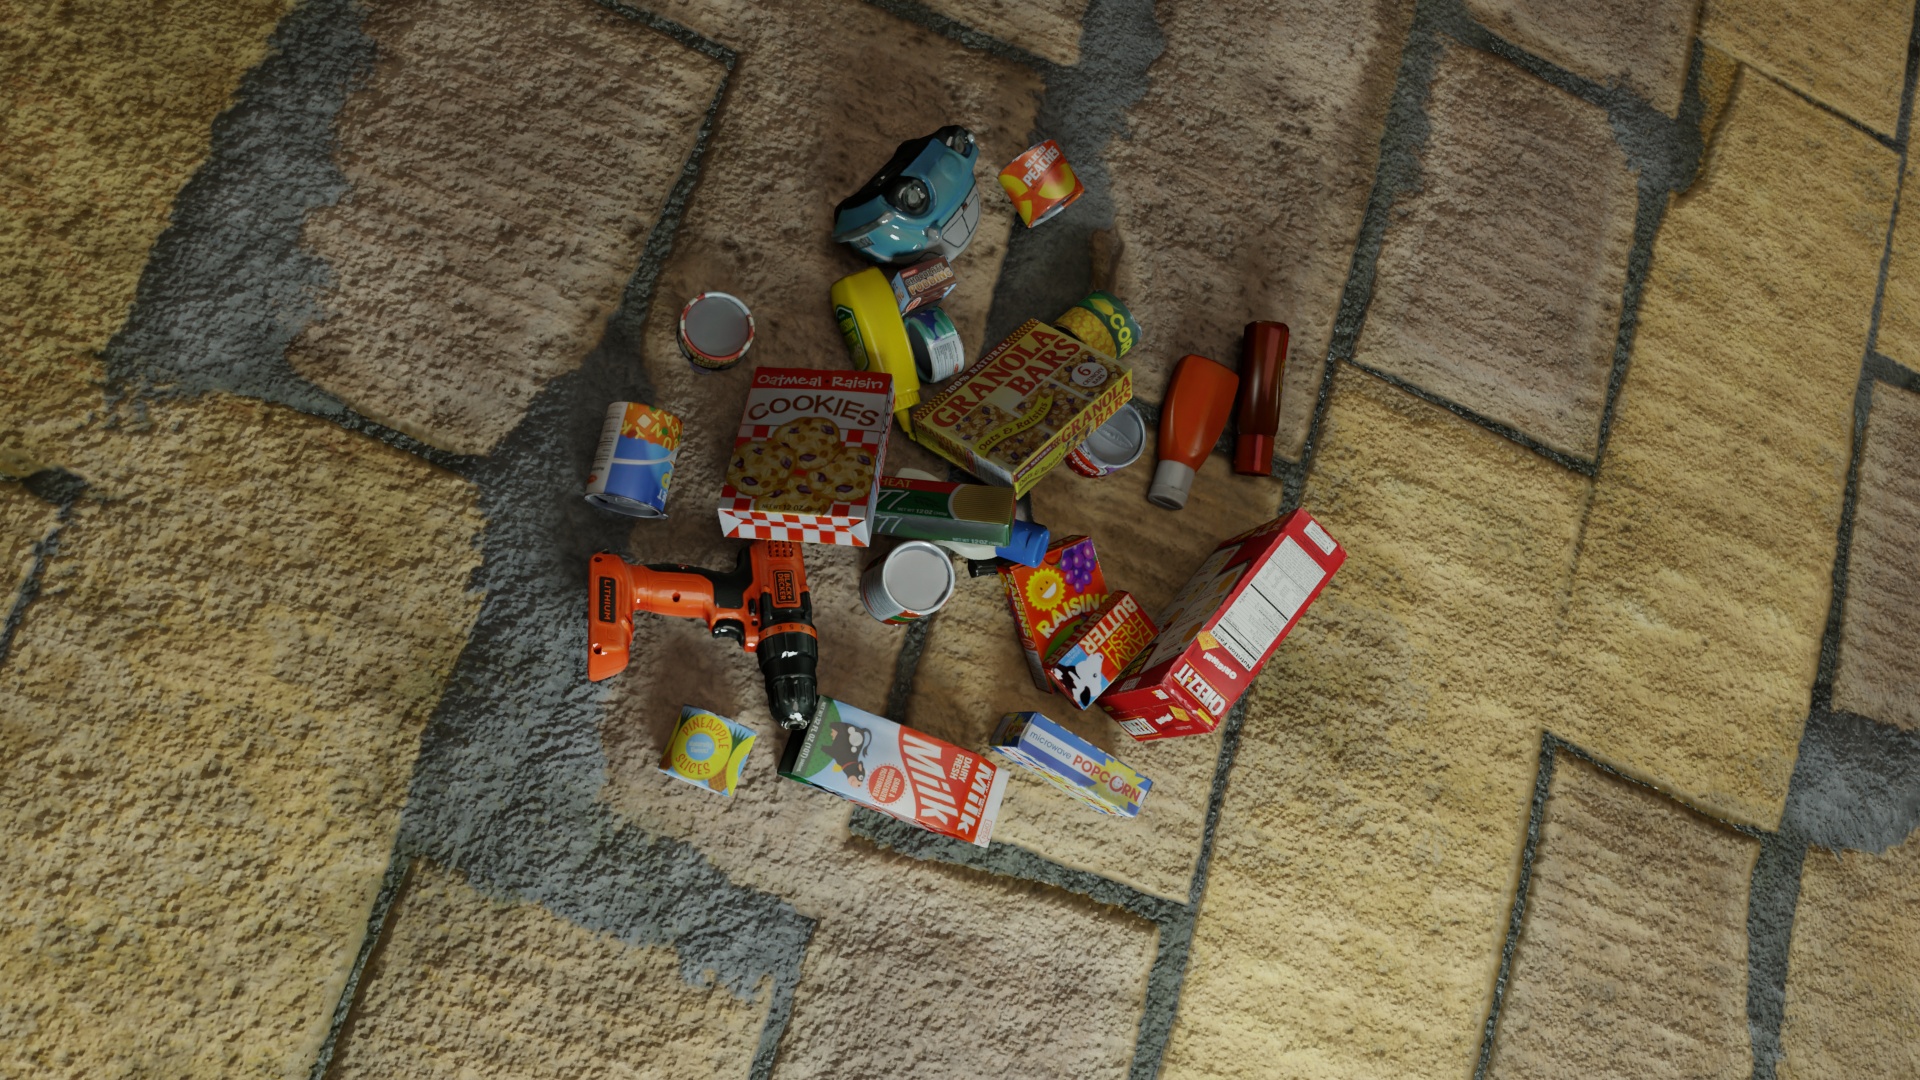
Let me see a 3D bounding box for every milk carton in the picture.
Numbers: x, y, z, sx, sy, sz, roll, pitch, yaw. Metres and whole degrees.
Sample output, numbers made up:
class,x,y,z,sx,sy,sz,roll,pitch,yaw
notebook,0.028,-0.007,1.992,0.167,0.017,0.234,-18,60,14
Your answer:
class,x,y,z,sx,sy,sz,roll,pitch,yaw
milk carton,-0.052,0.199,1.192,0.190,0.073,0.072,22,75,-12

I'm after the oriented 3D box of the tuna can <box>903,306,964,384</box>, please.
class,x,y,z,sx,sy,sz,roll,pitch,yaw
tuna can,-0.027,-0.180,1.276,0.033,0.071,0.071,-24,88,-18

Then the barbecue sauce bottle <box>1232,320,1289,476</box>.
class,x,y,z,sx,sy,sz,roll,pitch,yaw
barbecue sauce bottle,0.294,-0.138,1.368,0.044,0.065,0.148,6,87,6

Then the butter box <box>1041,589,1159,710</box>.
class,x,y,z,sx,sy,sz,roll,pitch,yaw
butter box,0.126,0.098,1.245,0.104,0.024,0.053,-44,108,-14

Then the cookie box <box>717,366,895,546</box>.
class,x,y,z,sx,sy,sz,roll,pitch,yaw
cookie box,-0.127,-0.076,1.182,0.123,0.040,0.168,4,52,5

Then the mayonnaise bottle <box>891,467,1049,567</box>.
class,x,y,z,sx,sy,sz,roll,pitch,yaw
mayonnaise bottle,0.004,-0.015,1.234,0.148,0.041,0.065,18,75,17

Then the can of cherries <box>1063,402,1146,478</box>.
class,x,y,z,sx,sy,sz,roll,pitch,yaw
can of cherries,0.132,-0.094,1.310,0.071,0.058,0.071,3,80,-17

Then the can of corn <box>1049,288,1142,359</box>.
class,x,y,z,sx,sy,sz,roll,pitch,yaw
can of corn,0.128,-0.195,1.322,0.058,0.071,0.071,-39,93,-18

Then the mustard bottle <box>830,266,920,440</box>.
class,x,y,z,sx,sy,sz,roll,pitch,yaw
mustard bottle,-0.070,-0.165,1.261,0.049,0.065,0.160,-21,94,-22

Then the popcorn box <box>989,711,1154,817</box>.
class,x,y,z,sx,sy,sz,roll,pitch,yaw
popcorn box,0.096,0.198,1.231,0.126,0.085,0.038,32,74,-10

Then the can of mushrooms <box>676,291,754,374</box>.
class,x,y,z,sx,sy,sz,roll,pitch,yaw
can of mushrooms,-0.218,-0.184,1.234,0.071,0.033,0.071,3,79,-17

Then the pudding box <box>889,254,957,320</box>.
class,x,y,z,sx,sy,sz,roll,pitch,yaw
pudding box,-0.040,-0.227,1.269,0.050,0.083,0.030,-24,88,-19

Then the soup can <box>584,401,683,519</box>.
class,x,y,z,sx,sy,sz,roll,pitch,yaw
soup can,-0.274,-0.067,1.179,0.071,0.071,0.084,15,76,-14

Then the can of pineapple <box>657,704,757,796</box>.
class,x,y,z,sx,sy,sz,roll,pitch,yaw
can of pineapple,-0.210,0.174,1.151,0.071,0.071,0.058,24,75,-12

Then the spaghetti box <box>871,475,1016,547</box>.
class,x,y,z,sx,sy,sz,roll,pitch,yaw
spaghetti box,-0.078,-0.031,1.196,0.250,0.028,0.050,6,42,6

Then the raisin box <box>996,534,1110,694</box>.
class,x,y,z,sx,sy,sz,roll,pitch,yaw
raisin box,0.093,0.066,1.265,0.086,0.040,0.123,-21,99,-19

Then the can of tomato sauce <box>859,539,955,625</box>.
class,x,y,z,sx,sy,sz,roll,pitch,yaw
can of tomato sauce,-0.045,0.037,1.219,0.071,0.083,0.071,3,79,-17

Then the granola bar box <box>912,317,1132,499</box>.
class,x,y,z,sx,sy,sz,roll,pitch,yaw
granola bar box,0.058,-0.122,1.261,0.124,0.038,0.166,32,60,31

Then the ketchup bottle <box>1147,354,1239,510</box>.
class,x,y,z,sx,sy,sz,roll,pitch,yaw
ketchup bottle,0.221,-0.103,1.346,0.065,0.043,0.149,23,74,-11

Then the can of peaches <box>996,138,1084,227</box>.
class,x,y,z,sx,sy,sz,roll,pitch,yaw
can of peaches,0.078,-0.343,1.334,0.071,0.071,0.058,-32,92,-19
